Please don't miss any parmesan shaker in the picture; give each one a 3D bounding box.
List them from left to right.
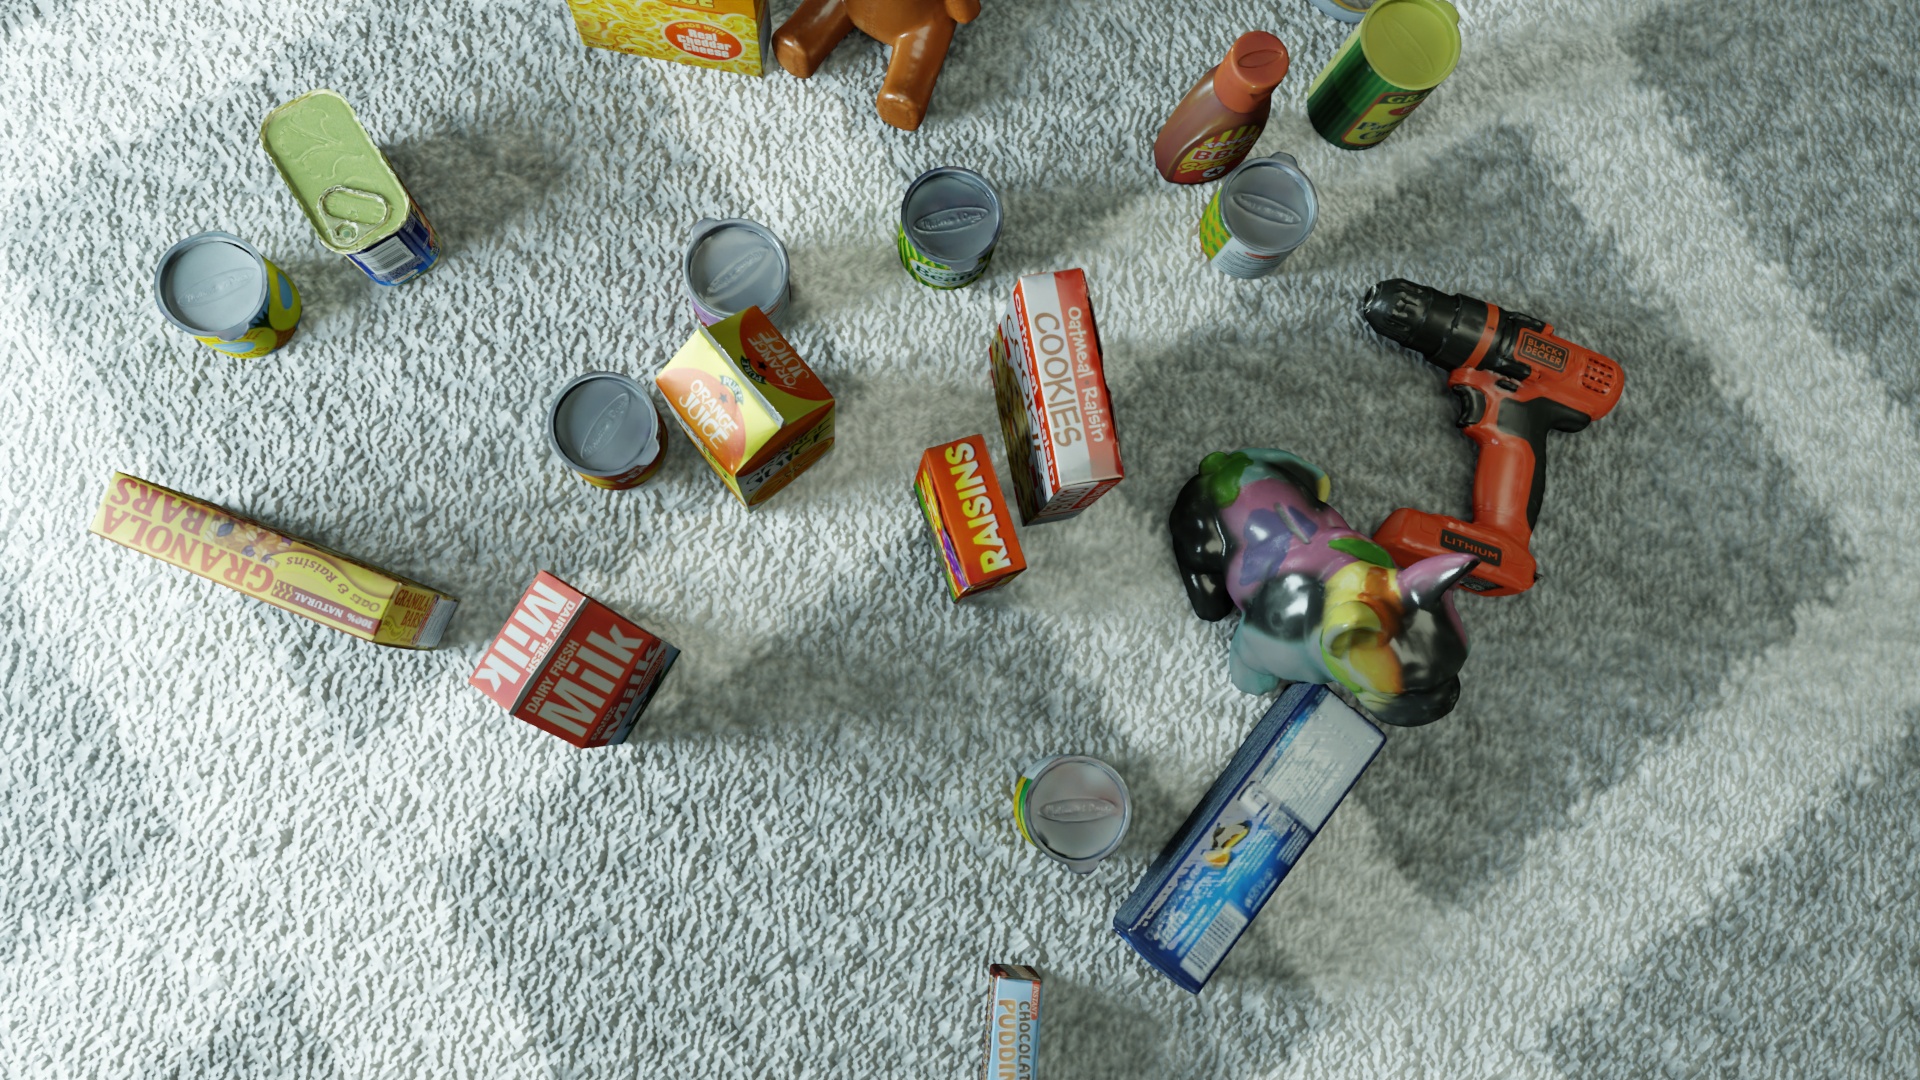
[{"bbox_3d":[0.283,-0.312,0.930,0.071,0.103,0.071,1,83,-5],"label":"parmesan shaker"}]

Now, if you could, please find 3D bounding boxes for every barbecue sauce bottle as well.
[{"bbox_3d":[0.170,-0.276,0.892,0.065,0.148,0.043,-15,85,-7],"label":"barbecue sauce bottle"}]

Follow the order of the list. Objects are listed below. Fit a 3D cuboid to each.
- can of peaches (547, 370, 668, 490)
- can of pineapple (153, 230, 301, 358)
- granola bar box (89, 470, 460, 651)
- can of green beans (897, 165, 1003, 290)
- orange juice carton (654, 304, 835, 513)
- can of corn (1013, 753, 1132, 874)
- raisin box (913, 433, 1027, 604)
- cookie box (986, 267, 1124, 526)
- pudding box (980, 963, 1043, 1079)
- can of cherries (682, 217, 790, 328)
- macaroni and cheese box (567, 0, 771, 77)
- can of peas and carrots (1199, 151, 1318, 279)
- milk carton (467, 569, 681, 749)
[{"bbox_3d":[-0.218,-0.066,0.872,0.071,0.058,0.071,1,83,-5],"label":"can of peaches"},{"bbox_3d":[-0.453,-0.149,0.862,0.071,0.058,0.071,1,83,-5],"label":"can of pineapple"},{"bbox_3d":[-0.393,0.017,0.811,0.165,0.124,0.039,22,82,-2],"label":"granola bar box"},{"bbox_3d":[-0.008,-0.203,0.911,0.071,0.057,0.071,1,83,-5],"label":"can of green beans"},{"bbox_3d":[-0.123,-0.077,0.815,0.073,0.192,0.072,-39,88,-8],"label":"orange juice carton"},{"bbox_3d":[0.069,0.169,0.868,0.071,0.058,0.071,1,83,-5],"label":"can of corn"},{"bbox_3d":[0.003,-0.011,0.853,0.040,0.123,0.086,-17,85,-7],"label":"raisin box"},{"bbox_3d":[0.055,-0.081,0.845,0.040,0.167,0.123,-10,84,-6],"label":"cookie box"},{"bbox_3d":[0.031,0.306,0.850,0.030,0.049,0.084,6,82,-4],"label":"pudding box"},{"bbox_3d":[-0.143,-0.168,0.893,0.071,0.058,0.071,1,83,-5],"label":"can of cherries"},{"bbox_3d":[-0.184,-0.351,0.859,0.124,0.166,0.040,9,82,-4],"label":"macaroni and cheese box"},{"bbox_3d":[0.199,-0.217,0.932,0.071,0.058,0.071,1,83,-5],"label":"can of peas and carrots"},{"bbox_3d":[-0.216,0.069,0.787,0.073,0.190,0.072,31,81,-1],"label":"milk carton"}]
